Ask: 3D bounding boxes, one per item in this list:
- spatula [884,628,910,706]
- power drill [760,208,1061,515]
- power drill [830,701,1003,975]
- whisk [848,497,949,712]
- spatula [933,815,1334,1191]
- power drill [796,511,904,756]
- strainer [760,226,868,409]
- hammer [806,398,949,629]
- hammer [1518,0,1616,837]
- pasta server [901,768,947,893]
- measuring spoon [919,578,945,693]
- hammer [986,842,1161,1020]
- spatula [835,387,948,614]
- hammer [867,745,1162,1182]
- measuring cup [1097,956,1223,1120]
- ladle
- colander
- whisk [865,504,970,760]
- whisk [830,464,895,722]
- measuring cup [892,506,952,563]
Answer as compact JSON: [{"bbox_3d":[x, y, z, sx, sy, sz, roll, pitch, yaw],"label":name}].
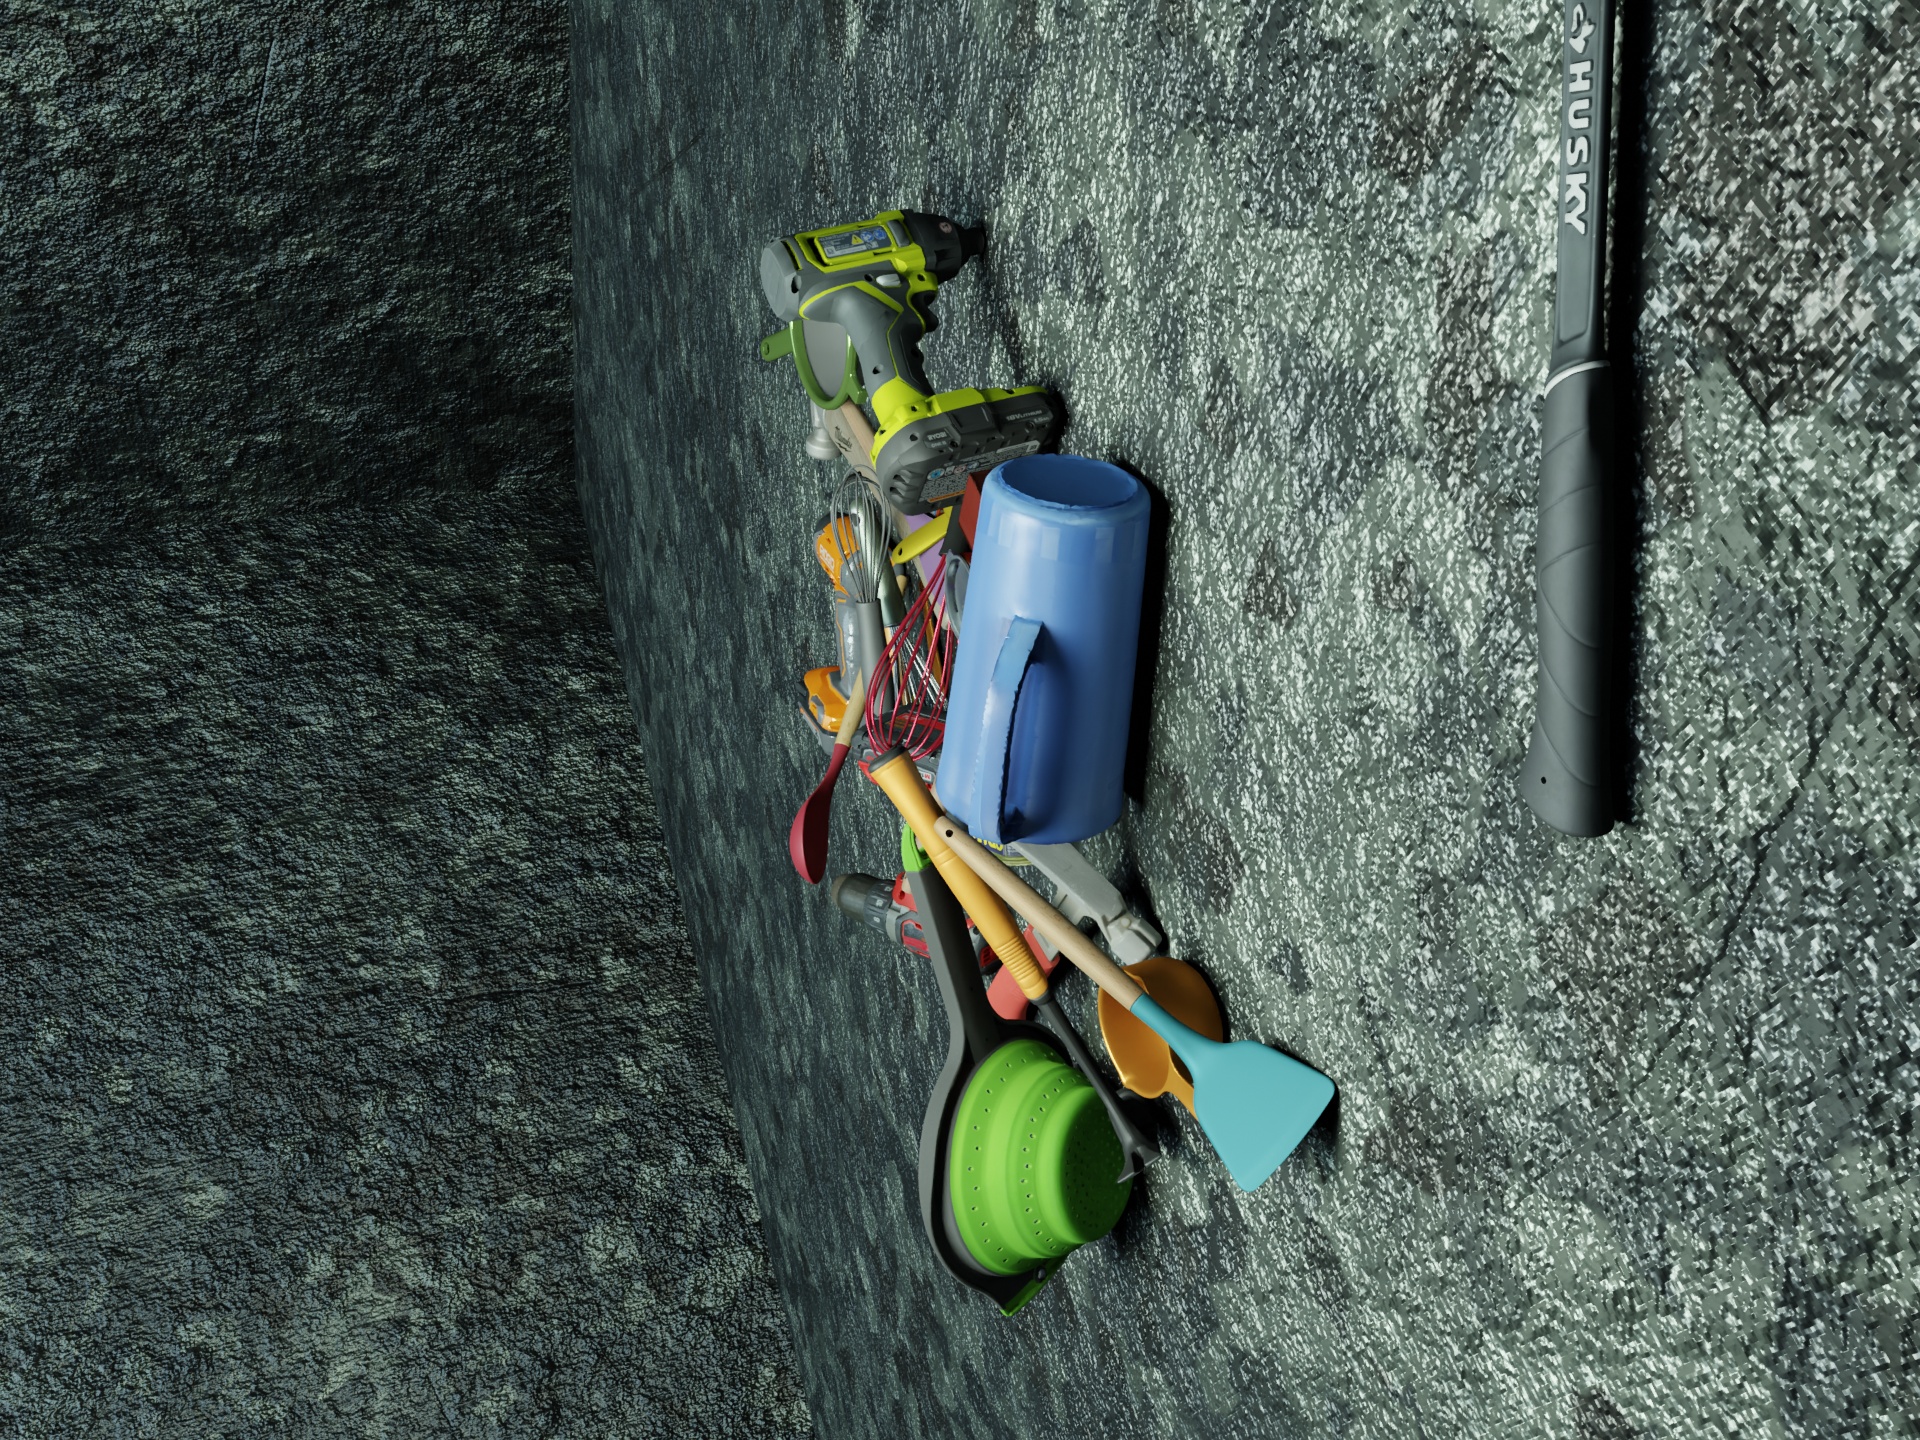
[{"bbox_3d":[-0.044,0.004,1.484,0.081,0.041,0.322,-147,47,-67],"label":"spatula"},{"bbox_3d":[-0.026,-0.271,1.154,0.223,0.171,0.080,64,157,18],"label":"power drill"},{"bbox_3d":[-0.043,0.104,1.401,0.188,0.080,0.226,15,119,35],"label":"power drill"},{"bbox_3d":[-0.055,-0.080,1.426,0.058,0.059,0.246,-7,103,49],"label":"whisk"},{"bbox_3d":[0.092,0.158,1.002,0.318,0.082,0.044,40,-178,26],"label":"spatula"},{"bbox_3d":[-0.115,-0.096,1.611,0.164,0.084,0.226,-128,38,-55],"label":"power drill"},{"bbox_3d":[-0.121,-0.365,1.491,0.256,0.069,0.151,-168,70,-66],"label":"strainer"},{"bbox_3d":[-0.068,-0.223,1.474,0.411,0.038,0.146,-121,29,-46],"label":"hammer"},{"bbox_3d":[0.243,-0.151,0.614,0.149,0.036,0.408,-149,52,-65],"label":"hammer"},{"bbox_3d":[-0.002,-0.004,1.260,0.060,0.040,0.316,-117,43,-66],"label":"pasta server"},{"bbox_3d":[-0.022,-0.073,1.460,0.021,0.011,0.117,-162,60,-69],"label":"measuring spoon"},{"bbox_3d":[0.051,0.182,1.260,0.149,0.037,0.359,43,155,11],"label":"hammer"},{"bbox_3d":[-0.054,-0.198,1.388,0.316,0.018,0.059,62,144,39],"label":"spatula"},{"bbox_3d":[0.037,0.164,1.111,0.337,0.034,0.127,57,-175,-1],"label":"hammer"},{"bbox_3d":[0.156,0.222,1.029,0.174,0.052,0.095,45,140,47],"label":"measuring cup"},{"bbox_3d":[-0.099,0.001,1.446,0.069,0.031,0.316,66,-142,-59],"label":"ladle"},{"bbox_3d":[0.045,0.254,1.180,0.094,0.204,0.397,-5,107,39],"label":"colander"},{"bbox_3d":[-0.010,-0.104,1.206,0.073,0.073,0.296,-177,103,-71],"label":"whisk"},{"bbox_3d":[-0.077,-0.102,1.381,0.055,0.055,0.239,-146,47,-65],"label":"whisk"},{"bbox_3d":[-0.021,-0.164,1.296,0.156,0.029,0.062,-29,61,48],"label":"measuring cup"}]
